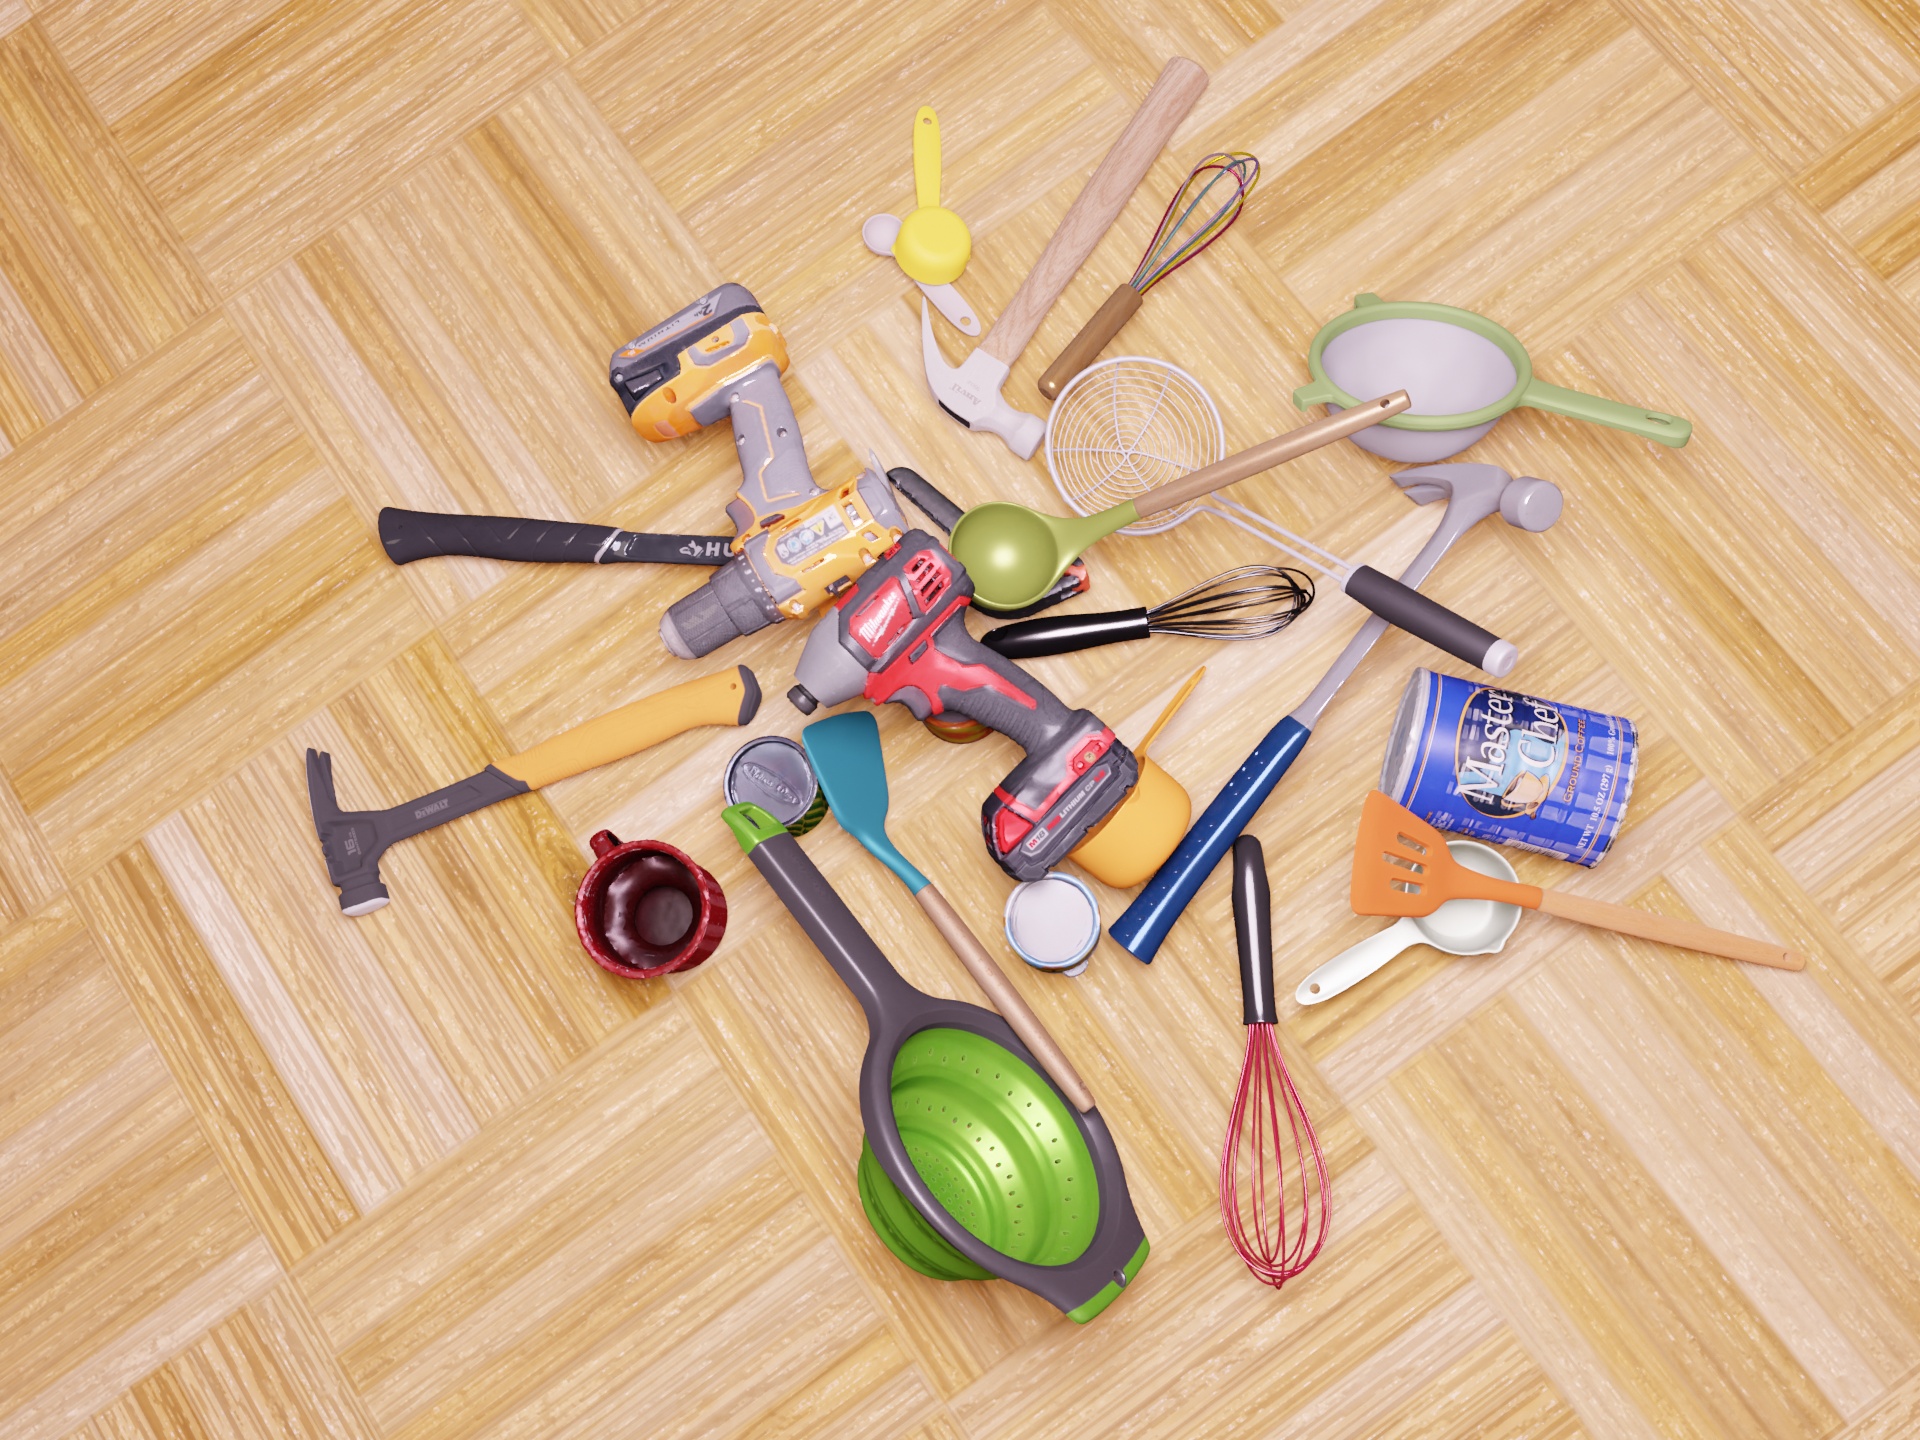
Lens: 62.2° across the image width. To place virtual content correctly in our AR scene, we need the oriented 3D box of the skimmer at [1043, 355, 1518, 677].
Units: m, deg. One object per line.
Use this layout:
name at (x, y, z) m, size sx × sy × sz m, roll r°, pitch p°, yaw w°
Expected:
skimmer at (0.204, -0.132, 1.049) m, size 0.127 × 0.090 × 0.364 m, roll -51°, pitch 50°, yaw -1°

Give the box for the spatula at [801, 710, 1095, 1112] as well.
spatula at (-0.005, 0.130, 1.084) m, size 0.318 × 0.082 × 0.044 m, roll 51°, pitch 122°, yaw 15°

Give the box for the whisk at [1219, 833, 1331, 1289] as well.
whisk at (0.201, 0.220, 1.054) m, size 0.073 × 0.073 × 0.296 m, roll -3°, pitch 73°, yaw 5°

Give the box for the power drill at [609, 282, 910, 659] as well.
power drill at (-0.161, -0.166, 1.104) m, size 0.185 × 0.084 × 0.226 m, roll -31°, pitch 76°, yaw 2°

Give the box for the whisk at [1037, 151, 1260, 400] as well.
whisk at (0.136, -0.328, 1.163) m, size 0.047 × 0.051 × 0.245 m, roll 38°, pitch 80°, yaw 8°

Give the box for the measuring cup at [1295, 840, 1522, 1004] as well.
measuring cup at (0.296, 0.144, 1.070) m, size 0.167 × 0.038 × 0.083 m, roll -32°, pitch 78°, yaw 1°

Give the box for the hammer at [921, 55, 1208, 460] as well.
hammer at (0.084, -0.361, 1.190) m, size 0.130 × 0.031 × 0.331 m, roll 32°, pitch 82°, yaw 4°

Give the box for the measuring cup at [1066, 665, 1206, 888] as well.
measuring cup at (0.139, 0.040, 1.090) m, size 0.052 × 0.095 × 0.174 m, roll 41°, pitch 68°, yaw -8°

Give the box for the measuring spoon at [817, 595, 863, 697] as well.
measuring spoon at (-0.090, -0.069, 1.165) m, size 0.021 × 0.011 × 0.117 m, roll -24°, pitch 81°, yaw -1°

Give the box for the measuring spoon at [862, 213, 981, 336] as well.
measuring spoon at (-0.029, -0.335, 1.211) m, size 0.034 × 0.018 × 0.124 m, roll -40°, pitch 84°, yaw -17°

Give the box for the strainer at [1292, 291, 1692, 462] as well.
strainer at (0.364, -0.211, 1.100) m, size 0.256 × 0.069 × 0.151 m, roll 20°, pitch 50°, yaw 19°

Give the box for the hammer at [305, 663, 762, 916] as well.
hammer at (-0.307, 0.026, 1.155) m, size 0.337 × 0.034 × 0.127 m, roll -21°, pitch 79°, yaw 1°

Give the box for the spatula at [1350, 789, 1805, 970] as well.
spatula at (0.400, 0.121, 1.030) m, size 0.322 × 0.041 × 0.081 m, roll 14°, pitch 78°, yaw -5°

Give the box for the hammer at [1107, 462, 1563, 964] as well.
hammer at (0.235, -0.008, 1.080) m, size 0.035 × 0.144 × 0.405 m, roll 36°, pitch 93°, yaw -25°

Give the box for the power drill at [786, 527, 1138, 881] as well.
power drill at (-0.002, -0.003, 1.046) m, size 0.143 × 0.078 × 0.219 m, roll -45°, pitch 98°, yaw -1°

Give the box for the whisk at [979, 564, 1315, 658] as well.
whisk at (0.130, -0.072, 1.126) m, size 0.239 × 0.055 × 0.055 m, roll -8°, pitch 78°, yaw 8°

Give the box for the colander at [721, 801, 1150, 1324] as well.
colander at (-0.049, 0.227, 1.038) m, size 0.397 × 0.204 × 0.094 m, roll 50°, pitch 119°, yaw 14°

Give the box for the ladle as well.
ladle at (0.136, -0.151, 1.043) m, size 0.320 × 0.062 × 0.078 m, roll -20°, pitch 77°, yaw 24°

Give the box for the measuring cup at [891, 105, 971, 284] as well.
measuring cup at (-0.021, -0.406, 1.208) m, size 0.062 × 0.029 × 0.157 m, roll 1°, pitch 74°, yaw -13°

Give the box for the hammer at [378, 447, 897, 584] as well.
hammer at (-0.237, -0.132, 1.164) m, size 0.409 × 0.036 × 0.149 m, roll 4°, pitch 76°, yaw 11°
